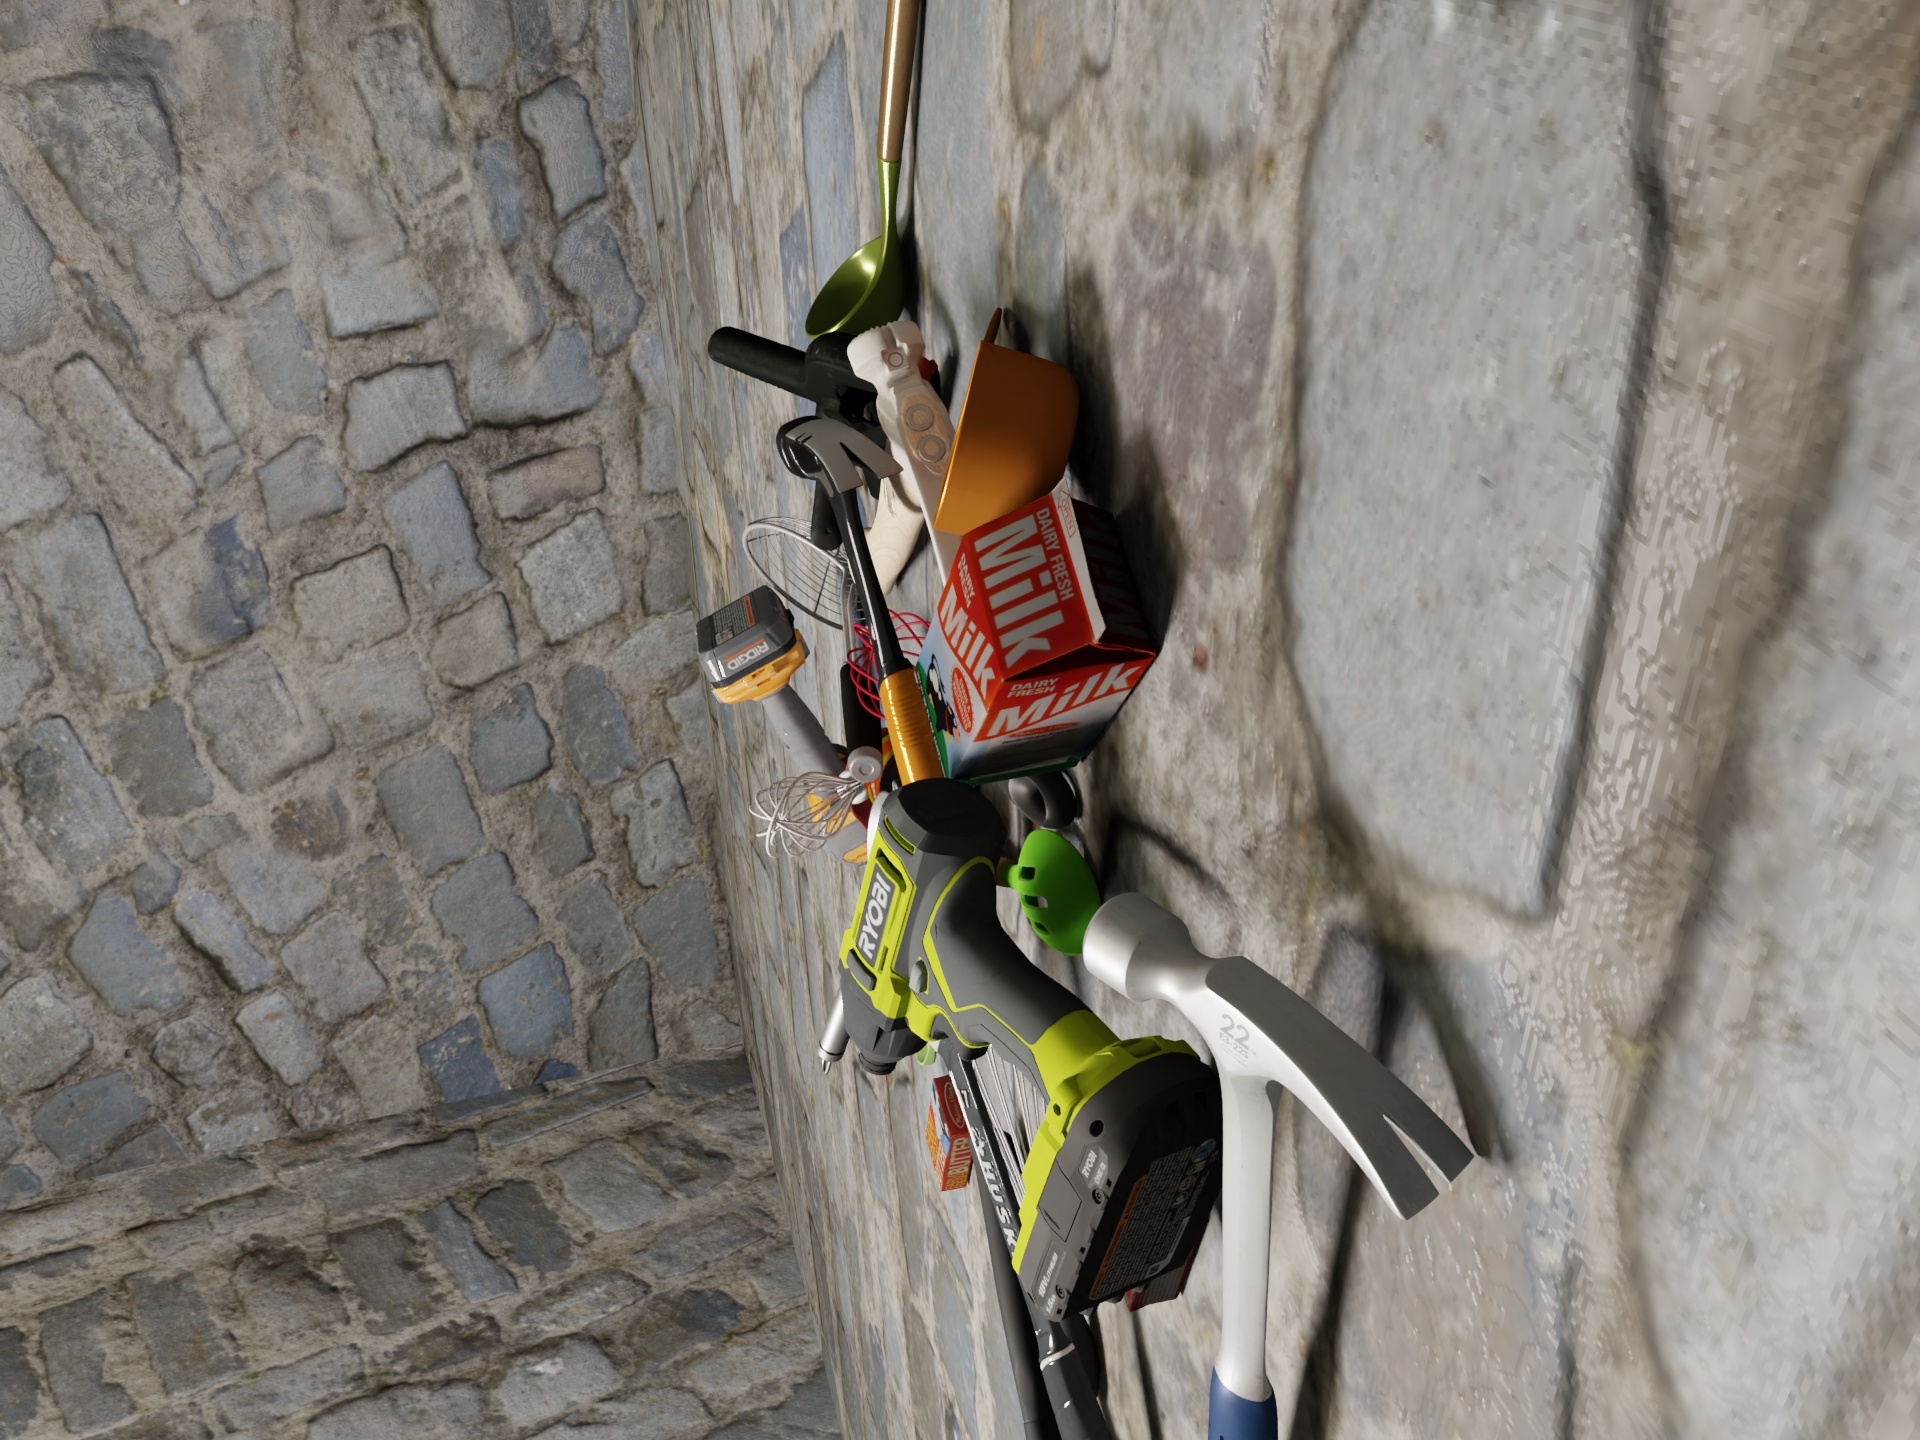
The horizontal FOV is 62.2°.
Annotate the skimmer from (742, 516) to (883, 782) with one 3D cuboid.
[{"bbox_3d":[-0.104,-0.047,1.163,0.127,0.090,0.364,47,-164,-29],"label":"skimmer"}]

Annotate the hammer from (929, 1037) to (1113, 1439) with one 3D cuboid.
[{"bbox_3d":[0.051,0.333,0.876,0.149,0.036,0.409,-20,89,61],"label":"hammer"}]

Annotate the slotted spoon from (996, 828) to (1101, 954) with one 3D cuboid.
[{"bbox_3d":[0.024,0.094,0.968,0.314,0.031,0.070,177,80,-78],"label":"slotted spoon"}]

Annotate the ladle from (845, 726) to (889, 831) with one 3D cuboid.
[{"bbox_3d":[-0.059,0.141,1.316,0.031,0.069,0.315,13,127,30],"label":"ladle"}]

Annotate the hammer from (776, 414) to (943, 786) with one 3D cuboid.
[{"bbox_3d":[-0.027,0.000,0.882,0.127,0.034,0.336,-138,29,-62],"label":"hammer"}]

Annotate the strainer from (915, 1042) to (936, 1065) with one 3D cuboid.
[{"bbox_3d":[-0.042,0.192,1.215,0.256,0.069,0.152,96,159,-45],"label":"strainer"}]

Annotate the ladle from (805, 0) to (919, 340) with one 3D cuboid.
[{"bbox_3d":[-0.051,-0.350,0.910,0.320,0.062,0.078,100,175,-48],"label":"ladle"}]

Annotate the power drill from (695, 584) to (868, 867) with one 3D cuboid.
[{"bbox_3d":[-0.139,0.000,1.362,0.226,0.084,0.185,61,180,-21],"label":"power drill"}]

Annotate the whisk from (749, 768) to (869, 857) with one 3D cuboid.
[{"bbox_3d":[-0.078,0.046,1.097,0.059,0.058,0.246,-71,-14,15],"label":"whisk"}]

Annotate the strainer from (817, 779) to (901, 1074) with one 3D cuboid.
[{"bbox_3d":[-0.055,0.139,1.028,0.087,0.050,0.258,63,141,46],"label":"strainer"}]

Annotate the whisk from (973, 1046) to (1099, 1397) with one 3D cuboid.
[{"bbox_3d":[0.047,0.285,0.957,0.070,0.070,0.284,-157,53,-74],"label":"whisk"}]

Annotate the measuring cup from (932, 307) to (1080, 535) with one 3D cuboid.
[{"bbox_3d":[0.028,-0.150,0.755,0.174,0.052,0.095,-77,3,-50],"label":"measuring cup"}]

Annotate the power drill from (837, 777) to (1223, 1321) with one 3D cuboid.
[{"bbox_3d":[0.020,0.157,0.744,0.223,0.080,0.171,45,132,40],"label":"power drill"}]

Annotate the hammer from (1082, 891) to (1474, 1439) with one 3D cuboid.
[{"bbox_3d":[0.115,0.256,0.624,0.144,0.035,0.405,31,138,42],"label":"hammer"}]

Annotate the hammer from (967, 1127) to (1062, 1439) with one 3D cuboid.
[{"bbox_3d":[0.044,0.416,0.984,0.146,0.035,0.335,37,-146,-48],"label":"hammer"}]

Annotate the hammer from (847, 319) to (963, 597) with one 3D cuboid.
[{"bbox_3d":[-0.037,-0.112,0.982,0.410,0.038,0.146,146,104,-82],"label":"hammer"}]

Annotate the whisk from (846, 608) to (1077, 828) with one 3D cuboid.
[{"bbox_3d":[-0.002,-0.003,0.952,0.296,0.073,0.073,-138,40,-59],"label":"whisk"}]

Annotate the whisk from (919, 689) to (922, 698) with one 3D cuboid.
[{"bbox_3d":[-0.033,0.088,1.100,0.055,0.055,0.239,121,152,-70],"label":"whisk"}]
